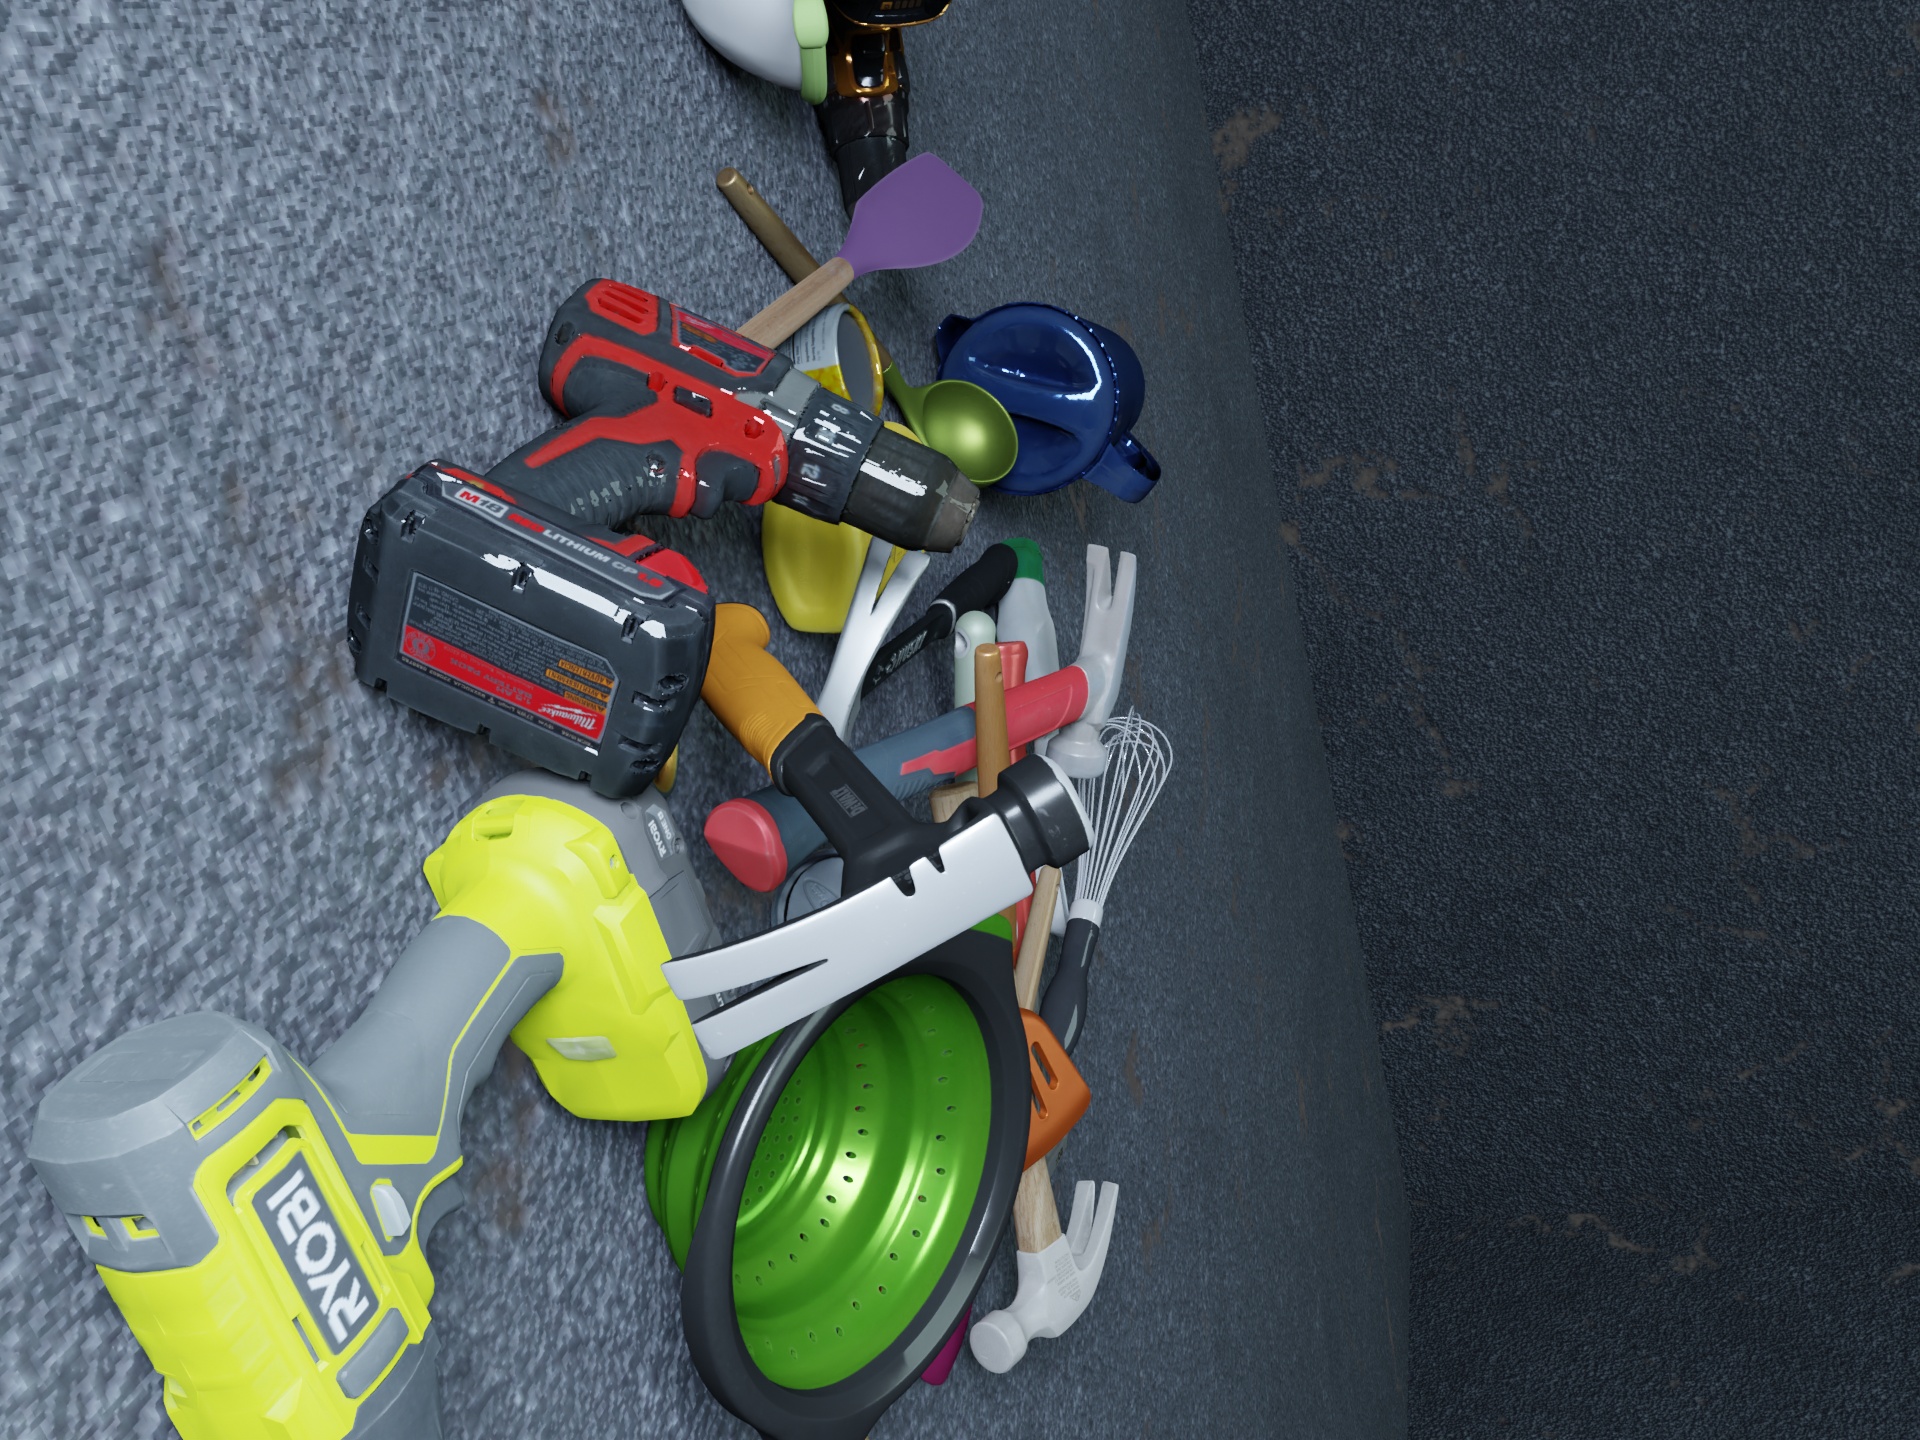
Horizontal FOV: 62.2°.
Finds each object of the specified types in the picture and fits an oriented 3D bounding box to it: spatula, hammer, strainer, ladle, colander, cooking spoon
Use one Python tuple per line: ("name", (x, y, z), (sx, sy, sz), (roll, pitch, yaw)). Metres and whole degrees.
("spatula", (0.029, 0.105, 0.854), (0.081, 0.041, 0.322), (-32, 131, -38))
("spatula", (-0.072, -0.218, 0.814), (0.060, 0.018, 0.316), (41, 49, -2))
("hammer", (0.029, 0.199, 0.940), (0.130, 0.031, 0.331), (-16, 98, -51))
("strainer", (0.063, 0.059, 1.174), (0.086, 0.050, 0.259), (81, 8, -70))
("ladle", (-0.049, -0.235, 0.970), (0.319, 0.062, 0.078), (40, 45, -58))
("colander", (-0.081, 0.261, 0.662), (0.204, 0.094, 0.397), (18, 84, -54))
("strainer", (-0.105, -0.361, 0.769), (0.257, 0.069, 0.151), (-104, -173, -54))
("hammer", (0.037, 0.127, 1.060), (0.149, 0.037, 0.359), (-27, 113, -70))
("hammer", (-0.016, -0.063, 0.963), (0.409, 0.036, 0.149), (-50, 161, -71))
("hammer", (-0.071, 0.010, 0.593), (0.034, 0.127, 0.337), (66, -10, -23))
("cooking spoon", (0.022, 0.236, 0.968), (0.068, 0.017, 0.319), (52, 46, -54))
("hammer", (-0.001, -0.003, 0.827), (0.386, 0.038, 0.143), (-22, 124, -60))

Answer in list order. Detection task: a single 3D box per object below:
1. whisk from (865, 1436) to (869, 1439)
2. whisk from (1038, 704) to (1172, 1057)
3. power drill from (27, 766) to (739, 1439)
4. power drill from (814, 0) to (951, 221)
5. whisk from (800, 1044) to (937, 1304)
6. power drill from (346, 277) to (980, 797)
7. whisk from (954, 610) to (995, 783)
("whisk", (-0.030, 0.415, 0.796), (0.047, 0.051, 0.244), (-57, 133, -53))
("whisk", (0.092, 0.107, 1.092), (0.070, 0.070, 0.285), (62, 36, -45))
("power drill", (-0.159, 0.127, 0.501), (0.223, 0.080, 0.171), (-54, 132, -58))
("power drill", (-0.049, -0.395, 0.896), (0.226, 0.084, 0.185), (160, -78, -80))
("whisk", (-0.041, 0.165, 0.835), (0.296, 0.073, 0.073), (-84, 157, -47))
("power drill", (-0.099, -0.074, 0.598), (0.227, 0.188, 0.080), (-68, -176, -51))
("whisk", (0.010, 0.053, 0.968), (0.059, 0.058, 0.246), (-11, 111, -29))
